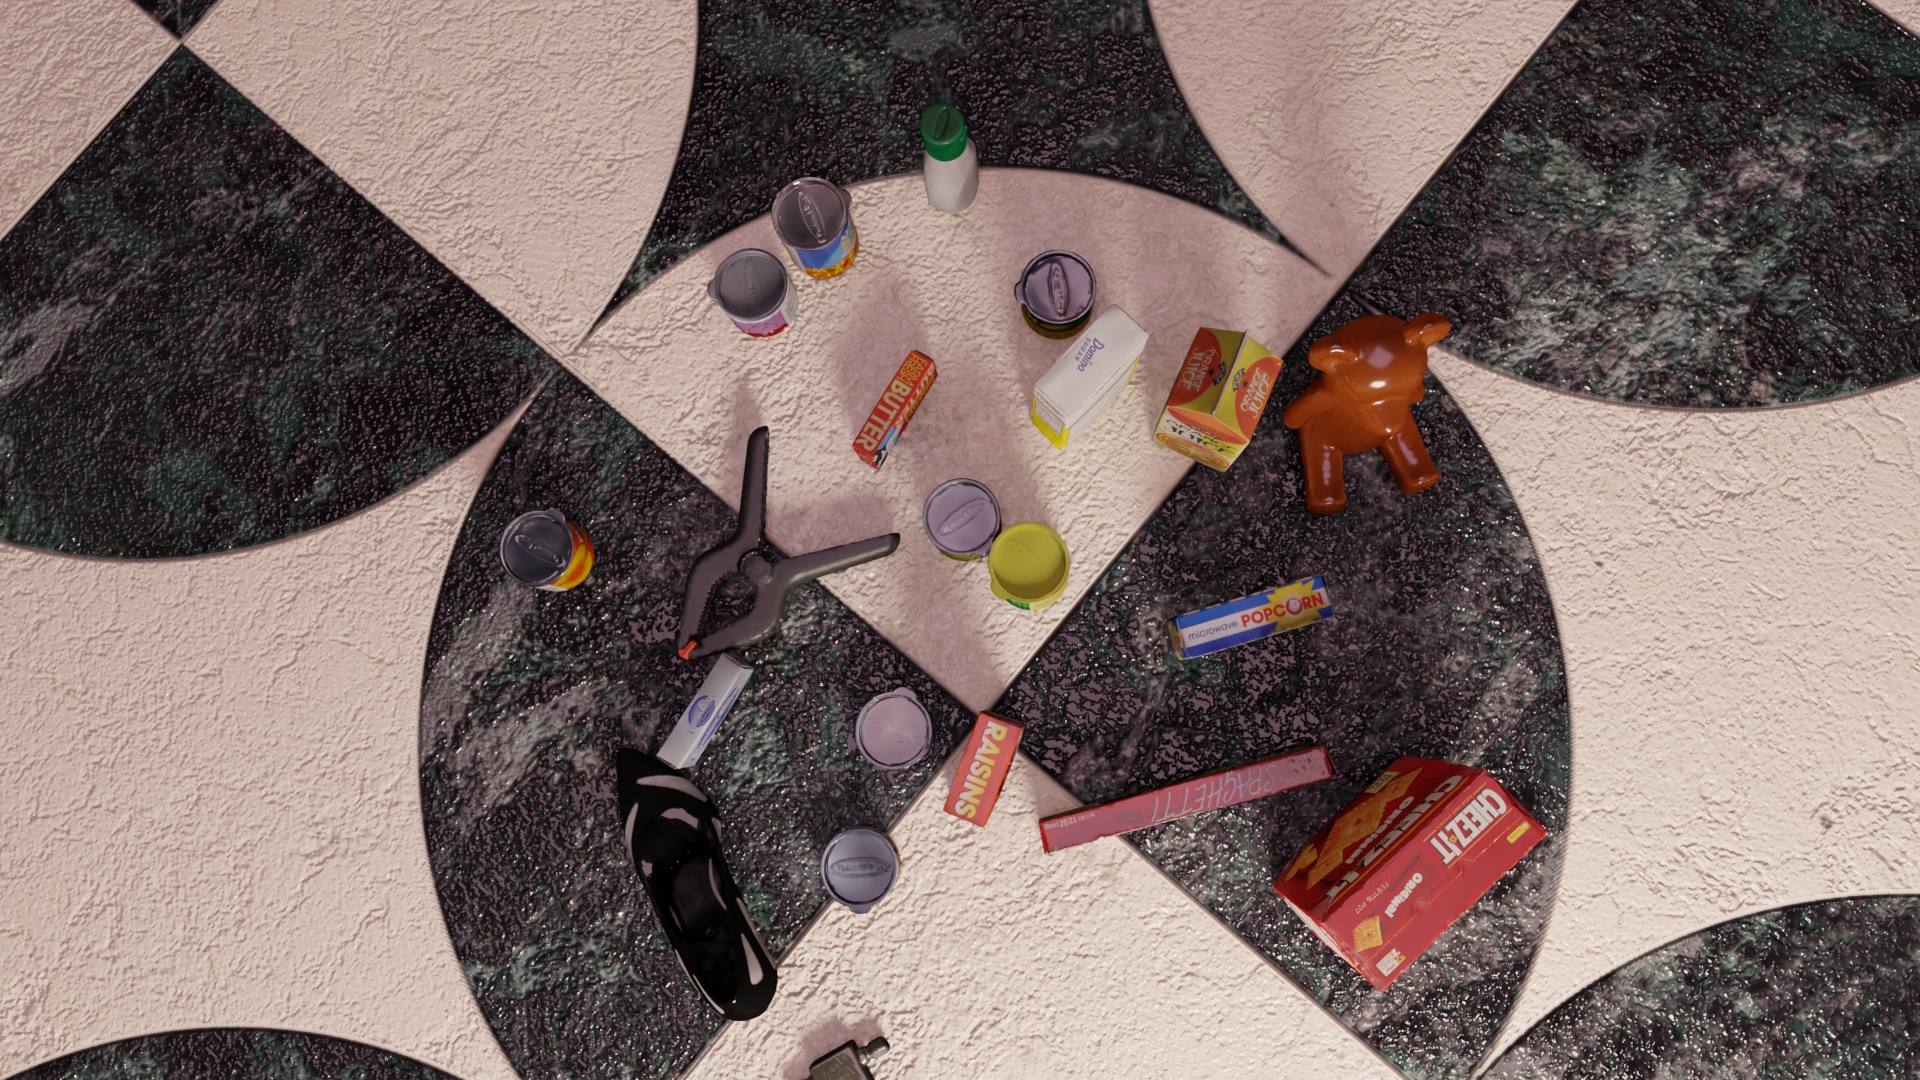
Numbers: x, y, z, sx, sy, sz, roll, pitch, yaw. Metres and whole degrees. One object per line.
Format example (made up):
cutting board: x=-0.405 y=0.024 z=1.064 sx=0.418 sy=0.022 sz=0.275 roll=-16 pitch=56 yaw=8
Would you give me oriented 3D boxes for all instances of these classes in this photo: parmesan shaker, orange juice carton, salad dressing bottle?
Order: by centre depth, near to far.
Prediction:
orange juice carton: x=0.209 y=-0.116 z=1.134 sx=0.073 sy=0.192 sz=0.072 roll=24 pitch=85 yaw=6
parmesan shaker: x=0.056 y=0.025 z=1.169 sx=0.071 sy=0.103 sz=0.071 roll=0 pitch=83 yaw=3
salad dressing bottle: x=-0.010 y=-0.330 z=1.197 sx=0.044 sy=0.147 sz=0.064 roll=17 pitch=84 yaw=5

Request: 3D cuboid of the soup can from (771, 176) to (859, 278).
soup can: x=-0.124 y=-0.276 z=1.228 sx=0.071 sy=0.083 sz=0.071 roll=0 pitch=83 yaw=3

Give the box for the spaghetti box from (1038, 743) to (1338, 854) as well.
spaghetti box: x=0.188 y=0.216 z=1.163 sx=0.250 sy=0.050 sz=0.029 roll=-16 pitch=82 yaw=1

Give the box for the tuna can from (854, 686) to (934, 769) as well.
tuna can: x=-0.055 y=0.161 z=1.193 sx=0.071 sy=0.033 sz=0.071 roll=0 pitch=83 yaw=3

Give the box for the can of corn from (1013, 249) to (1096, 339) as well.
can of corn: x=0.083 y=-0.215 z=1.222 sx=0.071 sy=0.058 sz=0.071 roll=0 pitch=83 yaw=3

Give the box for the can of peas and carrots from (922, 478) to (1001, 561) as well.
can of peas and carrots: x=0.004 y=-0.015 z=1.200 sx=0.071 sy=0.058 sz=0.071 roll=0 pitch=83 yaw=3

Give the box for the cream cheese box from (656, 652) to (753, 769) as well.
cream cheese box: x=-0.218 y=0.146 z=1.194 sx=0.024 sy=0.053 sz=0.104 roll=32 pitch=85 yaw=6

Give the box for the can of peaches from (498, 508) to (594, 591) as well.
can of peaches: x=-0.360 y=0.008 z=1.217 sx=0.071 sy=0.058 sz=0.071 roll=0 pitch=83 yaw=3

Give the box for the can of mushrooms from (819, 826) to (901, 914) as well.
can of mushrooms: x=-0.084 y=0.279 z=1.179 sx=0.071 sy=0.033 sz=0.071 roll=0 pitch=83 yaw=3

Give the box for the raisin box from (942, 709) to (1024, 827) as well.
raisin box: x=0.021 y=0.185 z=1.140 sx=0.040 sy=0.123 sz=0.086 roll=21 pitch=85 yaw=6

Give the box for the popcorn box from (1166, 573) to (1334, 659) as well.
popcorn box: x=0.240 y=0.065 z=1.163 sx=0.127 sy=0.085 sz=0.038 roll=-16 pitch=82 yaw=1

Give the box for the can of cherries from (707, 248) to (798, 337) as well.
can of cherries: x=-0.184 y=-0.220 z=1.237 sx=0.071 sy=0.058 sz=0.071 roll=0 pitch=83 yaw=3

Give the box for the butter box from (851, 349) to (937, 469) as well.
butter box: x=-0.057 y=-0.115 z=1.219 sx=0.024 sy=0.053 sz=0.103 roll=31 pitch=85 yaw=6
